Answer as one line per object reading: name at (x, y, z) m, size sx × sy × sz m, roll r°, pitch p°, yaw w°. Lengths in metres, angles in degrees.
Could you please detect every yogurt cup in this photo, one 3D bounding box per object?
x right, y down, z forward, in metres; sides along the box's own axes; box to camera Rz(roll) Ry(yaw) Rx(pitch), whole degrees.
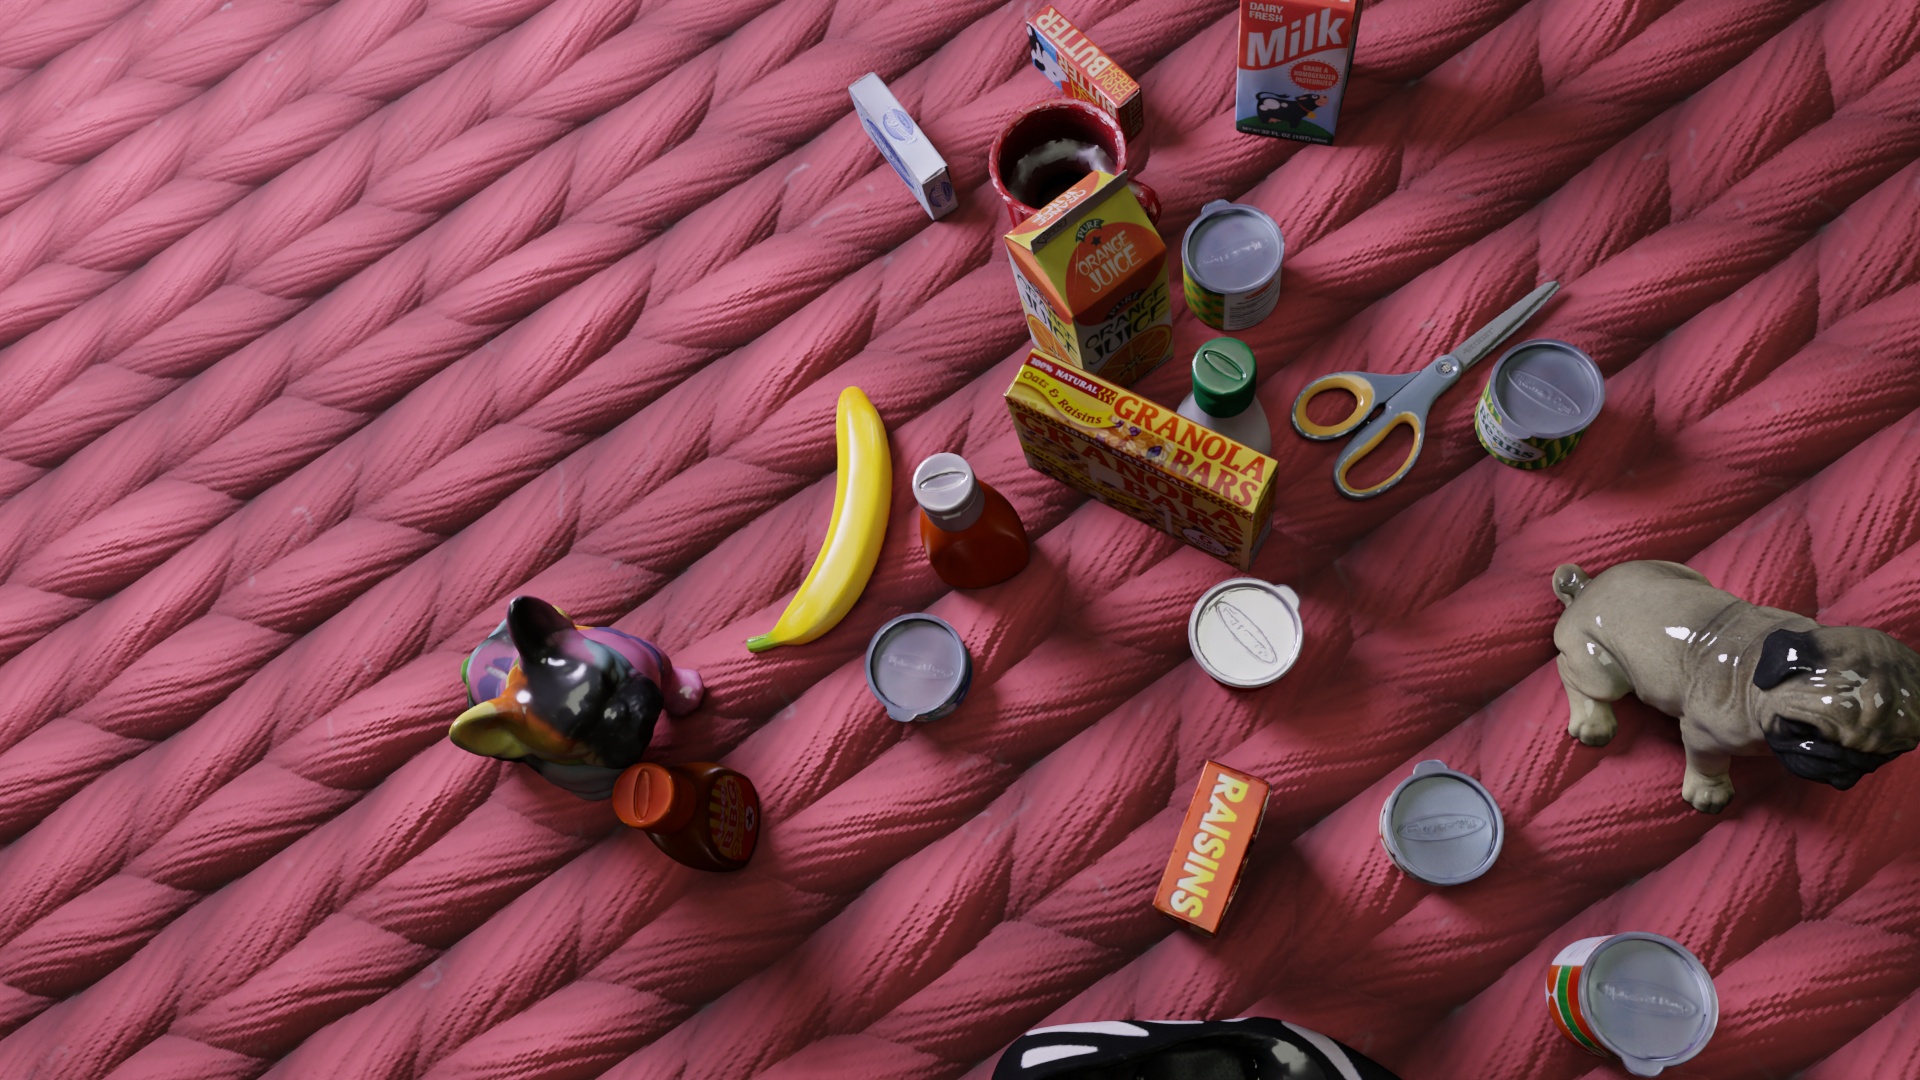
yogurt cup at (0.175, 0.062, 0.855) m, size 0.072 × 0.054 × 0.072 m, roll -3°, pitch 72°, yaw 9°

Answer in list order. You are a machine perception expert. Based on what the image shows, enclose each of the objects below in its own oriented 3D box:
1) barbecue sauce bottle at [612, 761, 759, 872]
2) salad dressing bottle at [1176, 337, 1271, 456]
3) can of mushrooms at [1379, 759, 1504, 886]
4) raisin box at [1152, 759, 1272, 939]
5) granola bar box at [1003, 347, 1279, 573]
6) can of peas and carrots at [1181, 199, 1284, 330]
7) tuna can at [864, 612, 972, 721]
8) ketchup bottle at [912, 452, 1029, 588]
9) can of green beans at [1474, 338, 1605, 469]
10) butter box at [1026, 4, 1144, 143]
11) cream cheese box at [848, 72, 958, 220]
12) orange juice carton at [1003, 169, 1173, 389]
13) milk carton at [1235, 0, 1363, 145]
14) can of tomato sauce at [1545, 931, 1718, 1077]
barbecue sauce bottle at (-0.163, 0.162, 0.832) m, size 0.044 × 0.148 × 0.065 m, roll -3°, pitch 72°, yaw 9°
salad dressing bottle at (0.161, -0.078, 0.854) m, size 0.064 × 0.147 × 0.044 m, roll 39°, pitch 83°, yaw 19°
can of mushrooms at (0.280, 0.166, 0.813) m, size 0.071 × 0.033 × 0.071 m, roll -3°, pitch 72°, yaw 9°
raisin box at (0.142, 0.178, 0.785) m, size 0.040 × 0.123 × 0.086 m, roll 21°, pitch 77°, yaw 16°
granola bar box at (0.114, -0.048, 0.865) m, size 0.166 × 0.124 × 0.039 m, roll 27°, pitch 79°, yaw 17°
can of peas and carrots at (0.181, -0.184, 0.933) m, size 0.071 × 0.058 × 0.071 m, roll -3°, pitch 72°, yaw 9°
tuna can at (-0.027, 0.085, 0.894) m, size 0.071 × 0.032 × 0.071 m, roll -3°, pitch 72°, yaw 9°
ketchup bottle at (0.003, -0.011, 0.859) m, size 0.065 × 0.148 × 0.043 m, roll -14°, pitch 71°, yaw 5°
can of green beans at (0.360, -0.084, 0.868) m, size 0.071 × 0.057 × 0.071 m, roll -3°, pitch 72°, yaw 9°
butter box at (0.091, -0.335, 1.002) m, size 0.024 × 0.053 × 0.104 m, roll -39°, pitch 70°, yaw -4°
cream cheese box at (-0.041, -0.286, 1.008) m, size 0.024 × 0.053 × 0.104 m, roll -34°, pitch 70°, yaw -2°
orange juice carton at (0.083, -0.161, 0.871) m, size 0.072 × 0.192 × 0.073 m, roll -36°, pitch 70°, yaw -3°
milk carton at (0.224, -0.346, 0.908) m, size 0.072 × 0.190 × 0.073 m, roll 13°, pitch 75°, yaw 14°
can of tomato sauce at (0.357, 0.248, 0.746) m, size 0.071 × 0.083 × 0.071 m, roll -3°, pitch 72°, yaw 9°
